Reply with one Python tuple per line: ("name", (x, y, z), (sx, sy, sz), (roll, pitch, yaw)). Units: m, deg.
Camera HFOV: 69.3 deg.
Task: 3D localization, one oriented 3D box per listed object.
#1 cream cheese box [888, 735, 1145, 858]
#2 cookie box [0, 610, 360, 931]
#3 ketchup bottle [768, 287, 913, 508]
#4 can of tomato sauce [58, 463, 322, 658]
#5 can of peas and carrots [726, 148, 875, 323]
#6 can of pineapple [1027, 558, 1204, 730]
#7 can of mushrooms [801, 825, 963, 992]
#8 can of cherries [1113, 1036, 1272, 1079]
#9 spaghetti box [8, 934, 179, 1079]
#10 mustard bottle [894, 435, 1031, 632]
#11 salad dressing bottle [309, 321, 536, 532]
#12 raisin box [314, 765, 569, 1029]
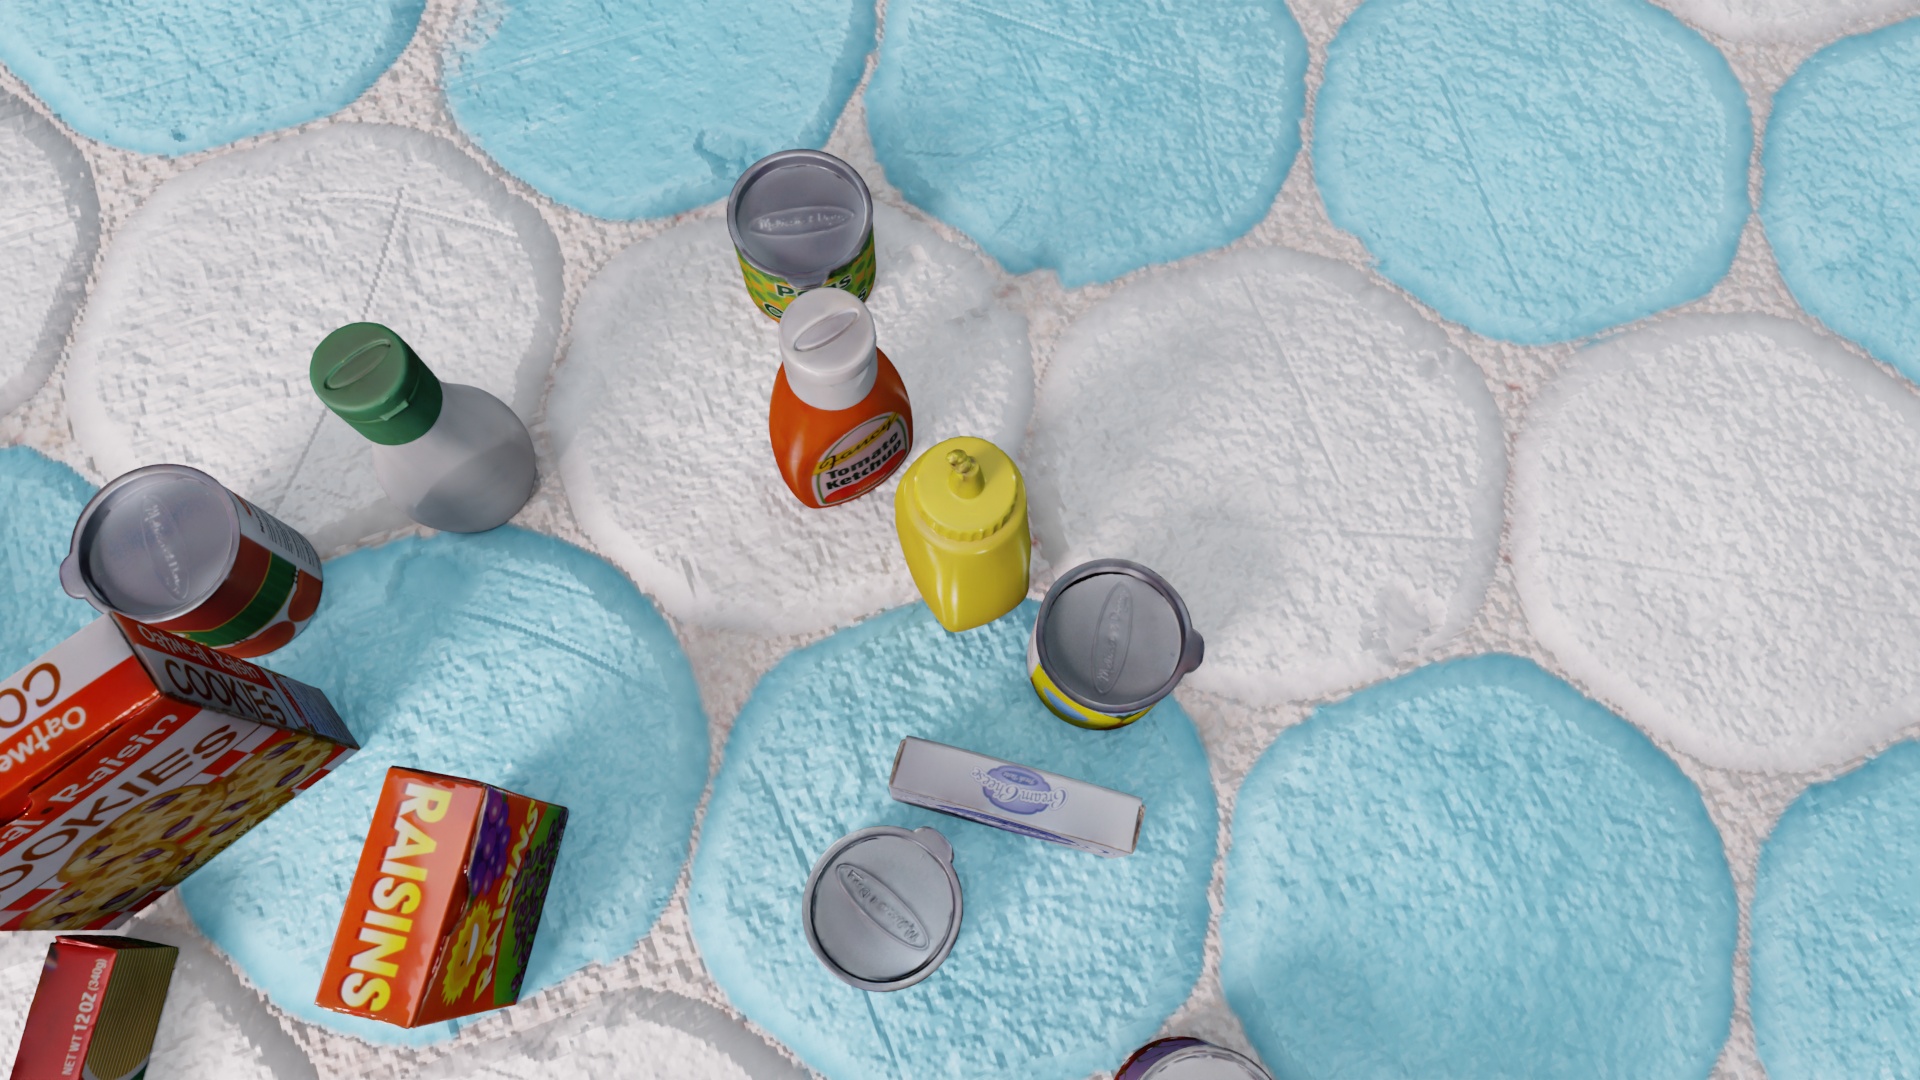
("cream cheese box", (0.023, 0.109, 0.587), (0.104, 0.053, 0.024), (15, 75, 3))
("cookie box", (-0.319, 0.094, 0.523), (0.123, 0.167, 0.040), (-38, 79, -11))
("ketchup bottle", (-0.052, -0.059, 0.584), (0.065, 0.148, 0.043), (-32, 78, -10))
("can of tomato sauce", (-0.322, 0.013, 0.590), (0.071, 0.083, 0.071), (0, 74, -1))
("can of peas and carrots", (-0.072, -0.138, 0.652), (0.071, 0.058, 0.071), (0, 74, -1))
("can of pineapple", (0.065, 0.048, 0.604), (0.071, 0.057, 0.071), (0, 74, -1))
("can of mushrooms", (-0.030, 0.152, 0.584), (0.071, 0.033, 0.071), (0, 74, -1))
("can of cherries", (0.090, 0.234, 0.551), (0.071, 0.058, 0.071), (0, 74, -1))
("spaghetti box", (-0.359, 0.281, 0.530), (0.029, 0.050, 0.250), (8, 74, 1))
("mustard bottle", (0.002, -0.007, 0.565), (0.049, 0.160, 0.065), (-25, 77, -8))
("salad dressing bottle", (-0.220, -0.045, 0.576), (0.064, 0.147, 0.044), (-38, 79, -11))
("raisin box", (-0.194, 0.138, 0.537), (0.040, 0.123, 0.086), (12, 75, 2))
